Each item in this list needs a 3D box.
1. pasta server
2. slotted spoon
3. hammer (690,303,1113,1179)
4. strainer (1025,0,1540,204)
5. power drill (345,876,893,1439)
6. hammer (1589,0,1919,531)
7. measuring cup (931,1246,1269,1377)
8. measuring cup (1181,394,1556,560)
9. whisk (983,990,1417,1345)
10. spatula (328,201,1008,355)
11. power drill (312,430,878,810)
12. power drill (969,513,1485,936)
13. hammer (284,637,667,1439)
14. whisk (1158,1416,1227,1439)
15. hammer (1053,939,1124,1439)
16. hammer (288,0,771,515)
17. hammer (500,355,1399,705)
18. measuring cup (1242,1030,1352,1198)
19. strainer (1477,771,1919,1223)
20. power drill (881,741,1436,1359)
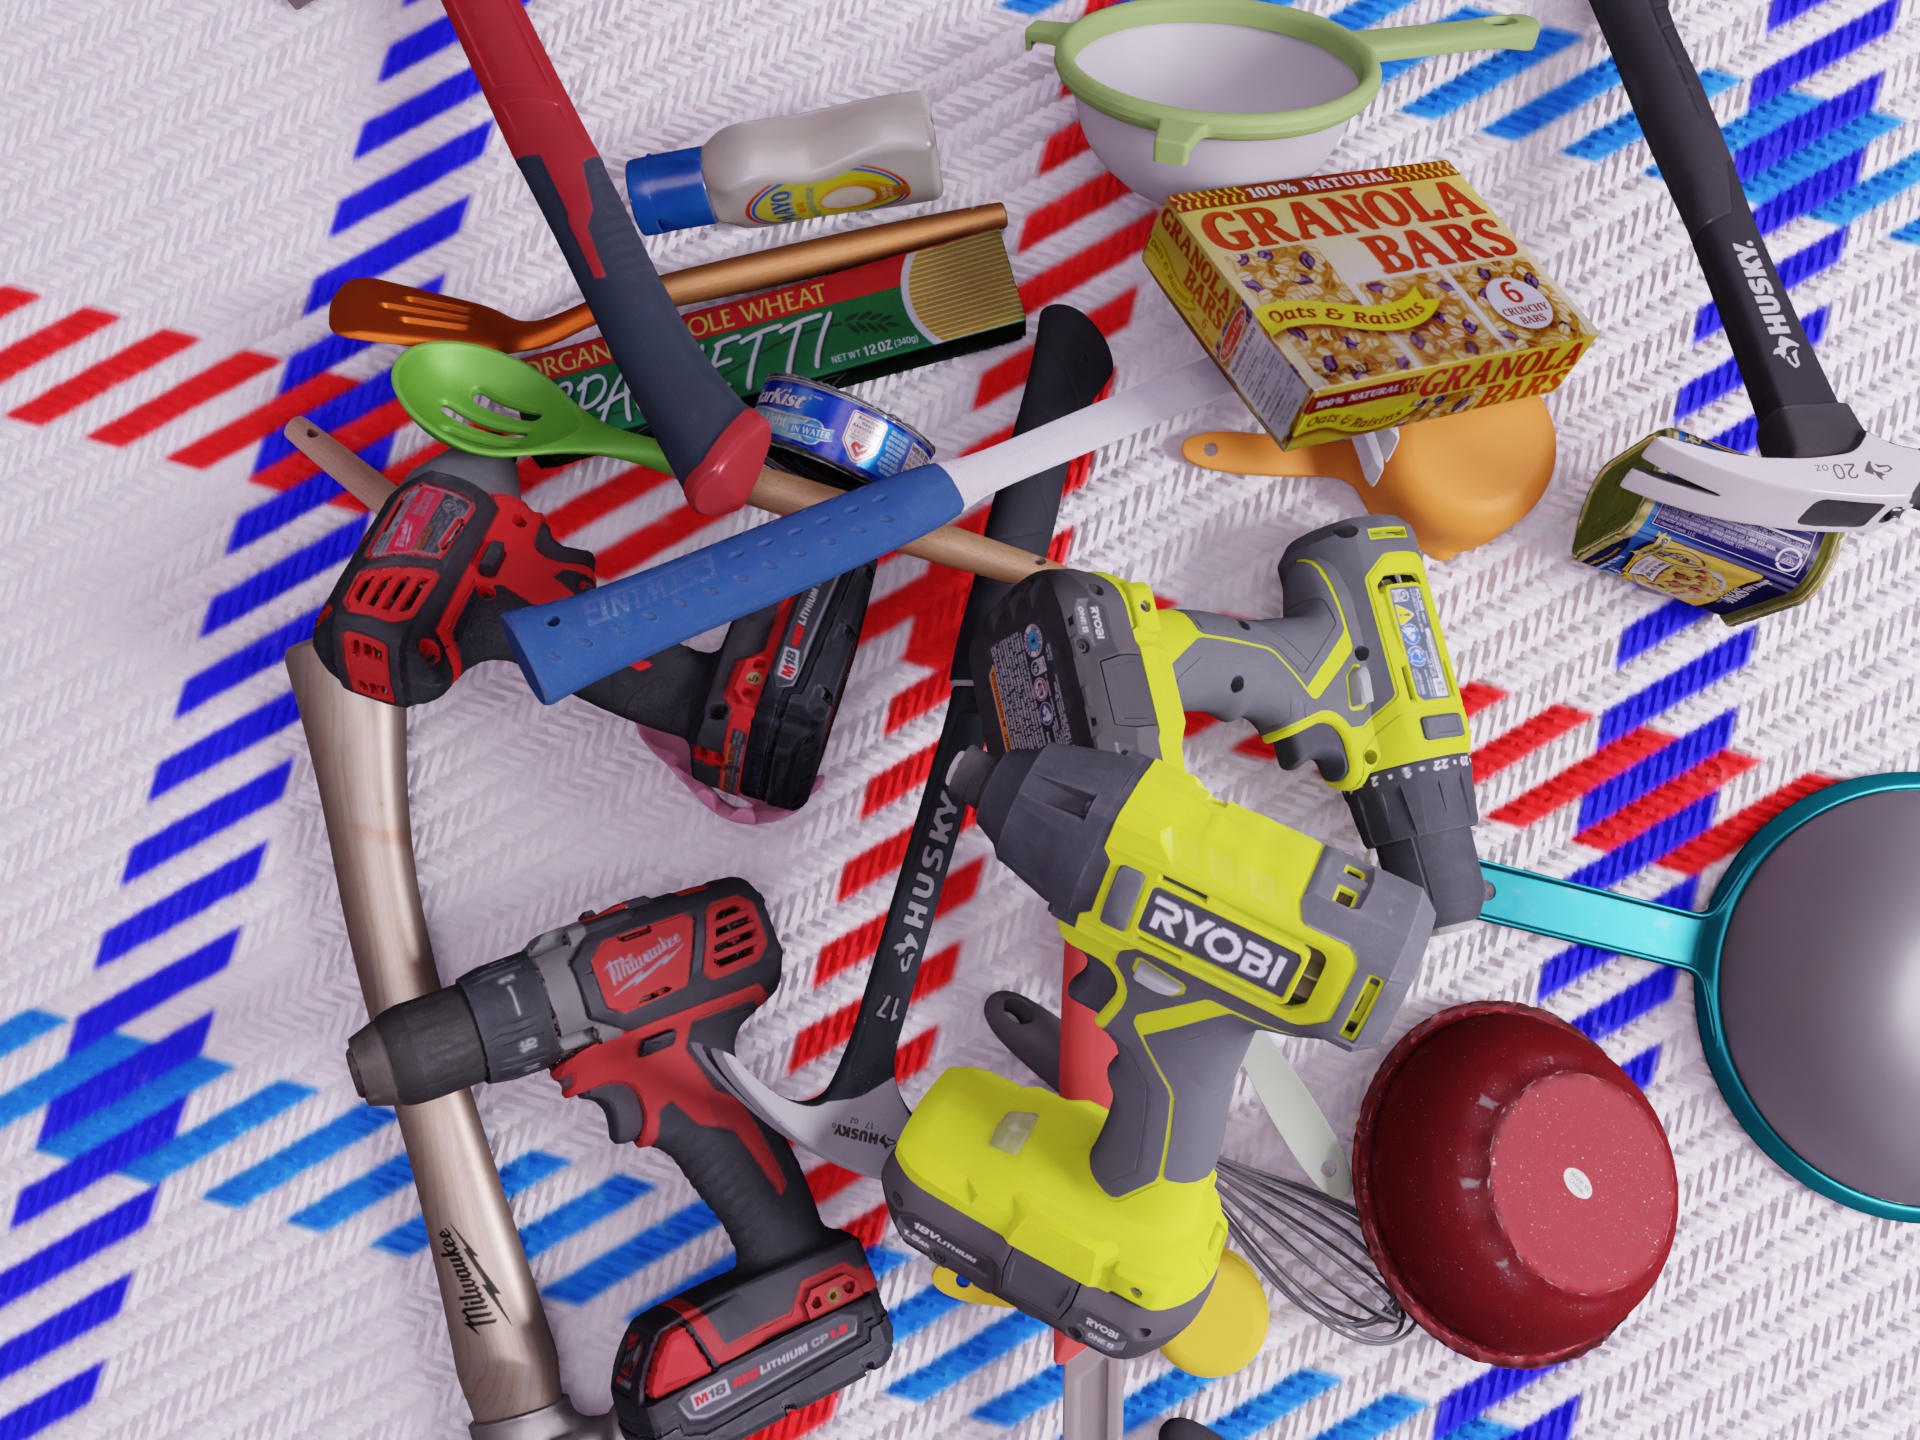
[{"bbox_3d":[-0.199,-0.051,0.756,0.316,0.040,0.060,38,54,5],"label":"pasta server"},{"bbox_3d":[-0.103,-0.106,0.705,0.314,0.031,0.070,18,45,5],"label":"slotted spoon"},{"bbox_3d":[-0.001,-0.002,0.720,0.149,0.036,0.409,24,74,-33],"label":"hammer"},{"bbox_3d":[0.166,-0.296,0.769,0.256,0.069,0.152,-14,45,-18],"label":"strainer"},{"bbox_3d":[-0.143,0.195,0.687,0.188,0.080,0.227,-17,83,-26],"label":"power drill"},{"bbox_3d":[0.335,-0.232,0.719,0.146,0.035,0.335,-4,65,-6],"label":"hammer"},{"bbox_3d":[0.065,0.266,0.728,0.156,0.029,0.062,7,85,-1],"label":"measuring cup"},{"bbox_3d":[0.195,-0.129,0.754,0.173,0.052,0.095,3,85,-2],"label":"measuring cup"},{"bbox_3d":[0.108,0.200,0.729,0.239,0.055,0.055,37,86,8],"label":"whisk"},{"bbox_3d":[-0.135,-0.218,0.767,0.322,0.081,0.041,-14,125,-5],"label":"spatula"},{"bbox_3d":[-0.156,-0.052,0.711,0.219,0.078,0.143,16,53,-2],"label":"power drill"},{"bbox_3d":[0.130,0.011,0.688,0.228,0.080,0.191,-6,79,-31],"label":"power drill"},{"bbox_3d":[-0.258,0.162,0.737,0.146,0.038,0.411,-16,84,0],"label":"hammer"},{"bbox_3d":[0.199,0.414,0.705,0.285,0.070,0.070,42,86,8],"label":"whisk"},{"bbox_3d":[0.050,0.233,0.702,0.149,0.036,0.359,1,89,14],"label":"hammer"},{"bbox_3d":[-0.196,-0.247,0.727,0.143,0.038,0.387,-27,70,-2],"label":"hammer"},{"bbox_3d":[0.007,-0.099,0.677,0.405,0.035,0.144,-25,65,-20],"label":"hammer"},{"bbox_3d":[0.129,0.144,0.735,0.083,0.038,0.167,-31,84,-2],"label":"measuring cup"},{"bbox_3d":[0.390,0.111,0.711,0.340,0.095,0.211,14,85,0],"label":"strainer"},{"bbox_3d":[0.054,0.119,0.596,0.171,0.080,0.223,25,123,13],"label":"power drill"}]
